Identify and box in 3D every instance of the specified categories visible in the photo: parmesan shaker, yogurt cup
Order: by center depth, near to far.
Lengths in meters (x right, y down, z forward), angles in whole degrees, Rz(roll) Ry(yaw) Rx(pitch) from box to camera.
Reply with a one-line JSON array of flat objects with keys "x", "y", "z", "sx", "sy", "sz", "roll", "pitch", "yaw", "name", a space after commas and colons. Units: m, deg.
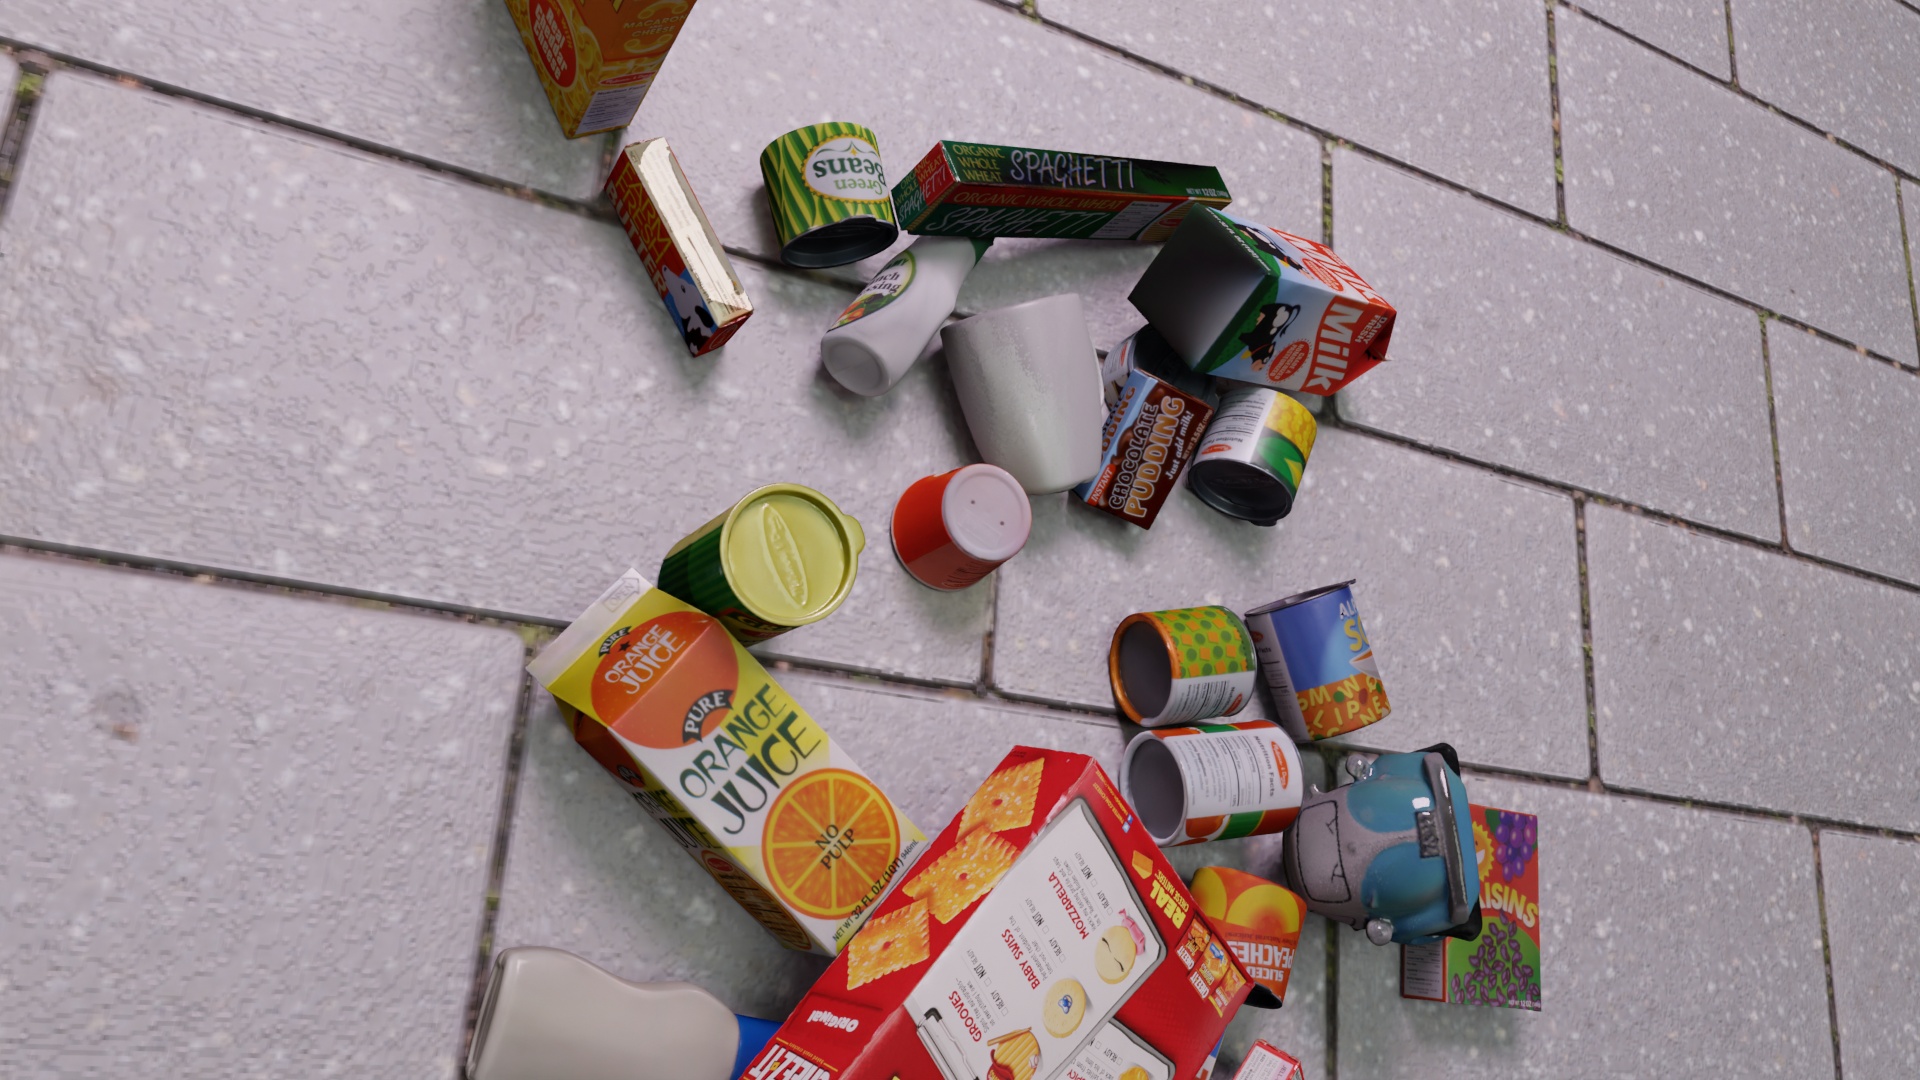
[{"x": -0.098, "y": 0.016, "z": 0.671, "sx": 0.071, "sy": 0.103, "sz": 0.071, "roll": 7, "pitch": 75, "yaw": -27, "name": "parmesan shaker"}, {"x": 0.003, "y": -0.010, "z": 0.761, "sx": 0.072, "sy": 0.053, "sz": 0.072, "roll": 7, "pitch": 75, "yaw": -26, "name": "yogurt cup"}]

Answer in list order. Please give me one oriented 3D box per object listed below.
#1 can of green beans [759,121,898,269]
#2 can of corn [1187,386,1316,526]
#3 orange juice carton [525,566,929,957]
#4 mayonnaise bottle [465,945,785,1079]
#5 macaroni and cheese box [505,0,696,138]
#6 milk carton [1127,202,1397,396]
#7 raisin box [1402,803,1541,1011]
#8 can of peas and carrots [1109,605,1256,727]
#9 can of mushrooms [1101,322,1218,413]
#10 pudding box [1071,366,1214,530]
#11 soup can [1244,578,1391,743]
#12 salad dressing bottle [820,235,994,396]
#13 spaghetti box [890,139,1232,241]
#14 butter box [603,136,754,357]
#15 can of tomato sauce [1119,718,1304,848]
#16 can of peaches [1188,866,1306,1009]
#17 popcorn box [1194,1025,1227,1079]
[{"x": -0.072, "y": -0.188, "z": 0.758, "sx": 0.071, "sy": 0.071, "sz": 0.058, "roll": -9, "pitch": 82, "yaw": -30, "name": "can of green beans"}, {"x": 0.183, "y": -0.052, "z": 0.864, "sx": 0.071, "sy": 0.071, "sz": 0.058, "roll": 34, "pitch": 64, "yaw": -18, "name": "can of corn"}, {"x": -0.113, "y": 0.104, "z": 0.658, "sx": 0.192, "sy": 0.073, "sz": 0.072, "roll": 48, "pitch": 62, "yaw": -10, "name": "orange juice carton"}, {"x": -0.142, "y": 0.228, "z": 0.631, "sx": 0.148, "sy": 0.041, "sz": 0.065, "roll": 20, "pitch": 70, "yaw": -24, "name": "mayonnaise bottle"}, {"x": -0.179, "y": -0.288, "z": 0.666, "sx": 0.040, "sy": 0.166, "sz": 0.123, "roll": -24, "pitch": 90, "yaw": -30, "name": "macaroni and cheese box"}, {"x": 0.201, "y": -0.143, "z": 0.862, "sx": 0.191, "sy": 0.073, "sz": 0.072, "roll": 1, "pitch": 43, "yaw": -46, "name": "milk carton"}, {"x": 0.326, "y": 0.232, "z": 0.885, "sx": 0.086, "sy": 0.040, "sz": 0.123, "roll": 13, "pitch": 73, "yaw": -25, "name": "raisin box"}, {"x": 0.126, "y": 0.070, "z": 0.803, "sx": 0.059, "sy": 0.070, "sz": 0.071, "roll": -3, "pitch": 79, "yaw": -29, "name": "can of peas and carrots"}, {"x": 0.124, "y": -0.098, "z": 0.862, "sx": 0.071, "sy": 0.033, "sz": 0.071, "roll": 8, "pitch": 73, "yaw": -27, "name": "can of mushrooms"}, {"x": 0.107, "y": -0.054, "z": 0.820, "sx": 0.049, "sy": 0.030, "sz": 0.083, "roll": 24, "pitch": 101, "yaw": -20, "name": "pudding box"}, {"x": 0.221, "y": 0.073, "z": 0.850, "sx": 0.071, "sy": 0.071, "sz": 0.084, "roll": -17, "pitch": 86, "yaw": -31, "name": "soup can"}, {"x": -0.023, "y": -0.143, "z": 0.780, "sx": 0.044, "sy": 0.064, "sz": 0.148, "roll": 50, "pitch": 51, "yaw": -23, "name": "salad dressing bottle"}, {"x": 0.066, "y": -0.201, "z": 0.812, "sx": 0.251, "sy": 0.050, "sz": 0.029, "roll": -10, "pitch": 73, "yaw": -44, "name": "spaghetti box"}, {"x": -0.146, "y": -0.151, "z": 0.716, "sx": 0.024, "sy": 0.053, "sz": 0.103, "roll": -28, "pitch": 91, "yaw": -28, "name": "butter box"}, {"x": 0.142, "y": 0.139, "z": 0.794, "sx": 0.083, "sy": 0.071, "sz": 0.071, "roll": -1, "pitch": 78, "yaw": -28, "name": "can of tomato sauce"}, {"x": 0.156, "y": 0.222, "z": 0.777, "sx": 0.071, "sy": 0.071, "sz": 0.058, "roll": 32, "pitch": 64, "yaw": -19, "name": "can of peaches"}, {"x": 0.075, "y": 0.265, "z": 0.740, "sx": 0.126, "sy": 0.038, "sz": 0.085, "roll": 34, "pitch": 66, "yaw": -17, "name": "popcorn box"}]
